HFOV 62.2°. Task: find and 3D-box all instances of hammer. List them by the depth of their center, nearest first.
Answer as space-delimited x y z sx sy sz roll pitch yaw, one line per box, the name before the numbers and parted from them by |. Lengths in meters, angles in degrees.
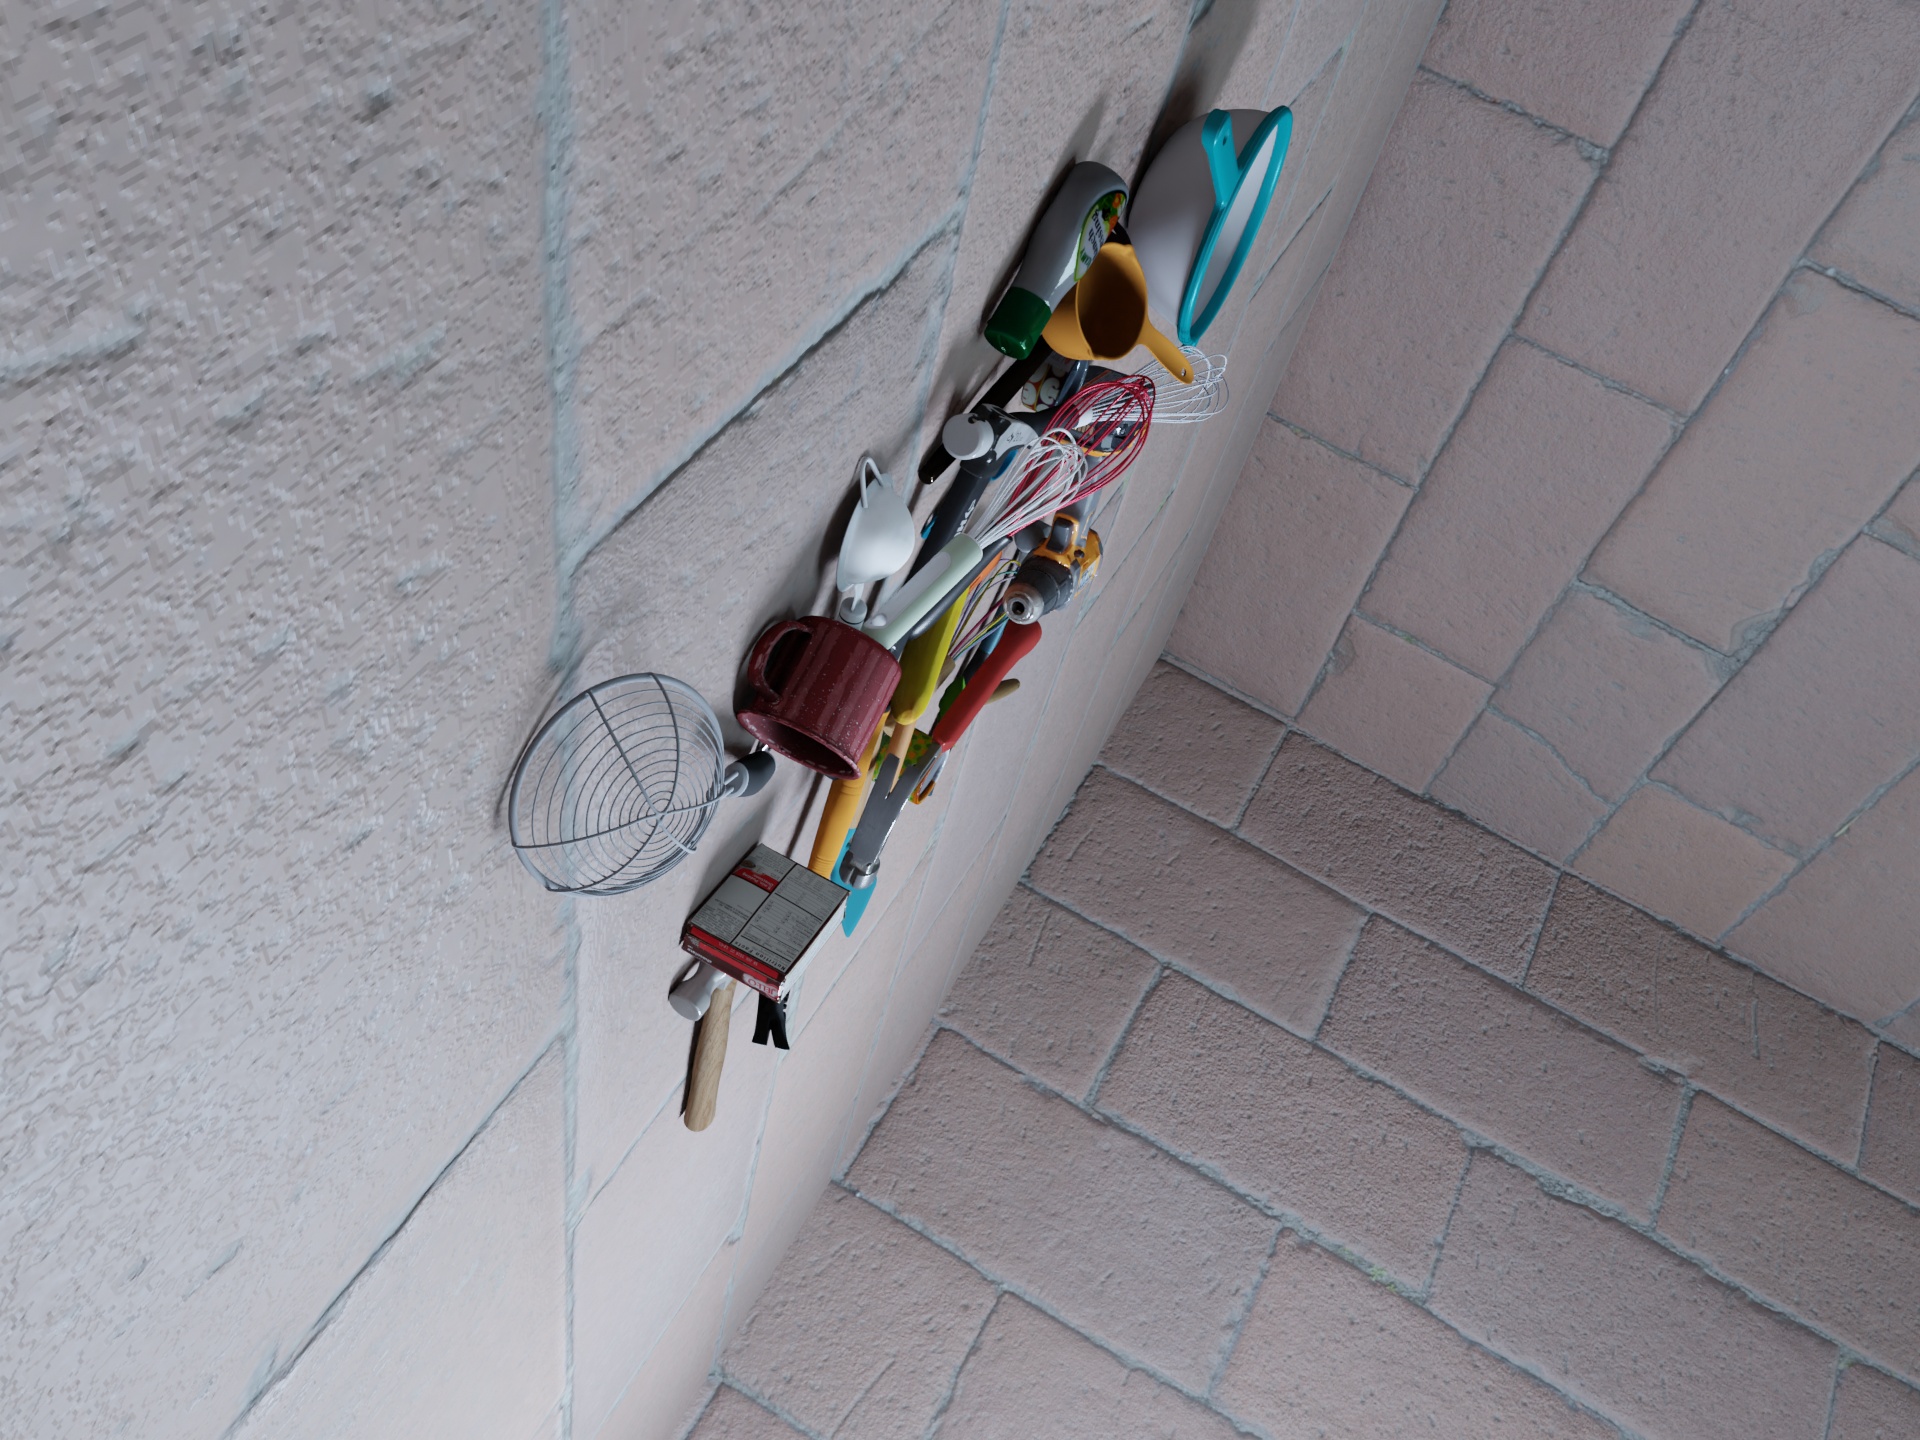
hammer | -0.038 -0.092 1.232 0.334 0.035 0.146 -61 167 23
hammer | -0.122 0.125 1.382 0.127 0.034 0.336 -95 -158 -63
hammer | -0.002 -0.005 1.411 0.359 0.037 0.149 -54 172 -49
hammer | -0.219 0.280 1.419 0.130 0.031 0.331 -53 168 -39
hammer | 0.022 -0.063 1.704 0.331 0.033 0.128 -64 169 16

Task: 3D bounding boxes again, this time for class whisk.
whisk | 0.011 -0.129 1.138 0.246 0.058 0.059 -46 138 -28
whisk | 0.048 -0.167 1.282 0.296 0.073 0.073 -44 176 16
whisk | 0.121 -0.266 1.337 0.284 0.070 0.070 -21 147 -33
whisk | 0.000 -0.070 1.545 0.245 0.051 0.047 -52 173 -31

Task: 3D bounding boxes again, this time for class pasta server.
pasta server | 0.054 -0.292 1.249 0.316 0.040 0.060 -52 167 -28

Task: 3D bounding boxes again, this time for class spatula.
spatula | -0.035 -0.013 1.445 0.081 0.041 0.322 16 93 -81
spatula | -0.089 0.084 1.506 0.317 0.044 0.082 106 8 -47

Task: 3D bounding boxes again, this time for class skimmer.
skimmer | -0.172 0.029 0.958 0.363 0.090 0.127 -73 -172 -87

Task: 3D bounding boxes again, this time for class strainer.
strainer | -0.073 -0.084 1.134 0.087 0.050 0.258 -58 174 -39
strainer | 0.188 -0.443 1.318 0.211 0.095 0.340 -65 168 5

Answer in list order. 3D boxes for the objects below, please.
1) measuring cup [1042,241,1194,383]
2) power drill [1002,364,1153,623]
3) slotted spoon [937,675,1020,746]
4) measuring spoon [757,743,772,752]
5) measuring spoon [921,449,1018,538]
measuring cup | 0.123 -0.309 1.254 0.173 0.052 0.095 27 79 -48
power drill | 0.103 -0.206 1.506 0.185 0.084 0.226 -45 154 -58
slotted spoon | 0.023 -0.023 1.653 0.314 0.031 0.070 -25 123 -74
measuring spoon | -0.101 -0.012 1.148 0.124 0.018 0.034 -45 166 5
measuring spoon | 0.003 -0.194 1.300 0.129 0.021 0.042 -47 164 -26
